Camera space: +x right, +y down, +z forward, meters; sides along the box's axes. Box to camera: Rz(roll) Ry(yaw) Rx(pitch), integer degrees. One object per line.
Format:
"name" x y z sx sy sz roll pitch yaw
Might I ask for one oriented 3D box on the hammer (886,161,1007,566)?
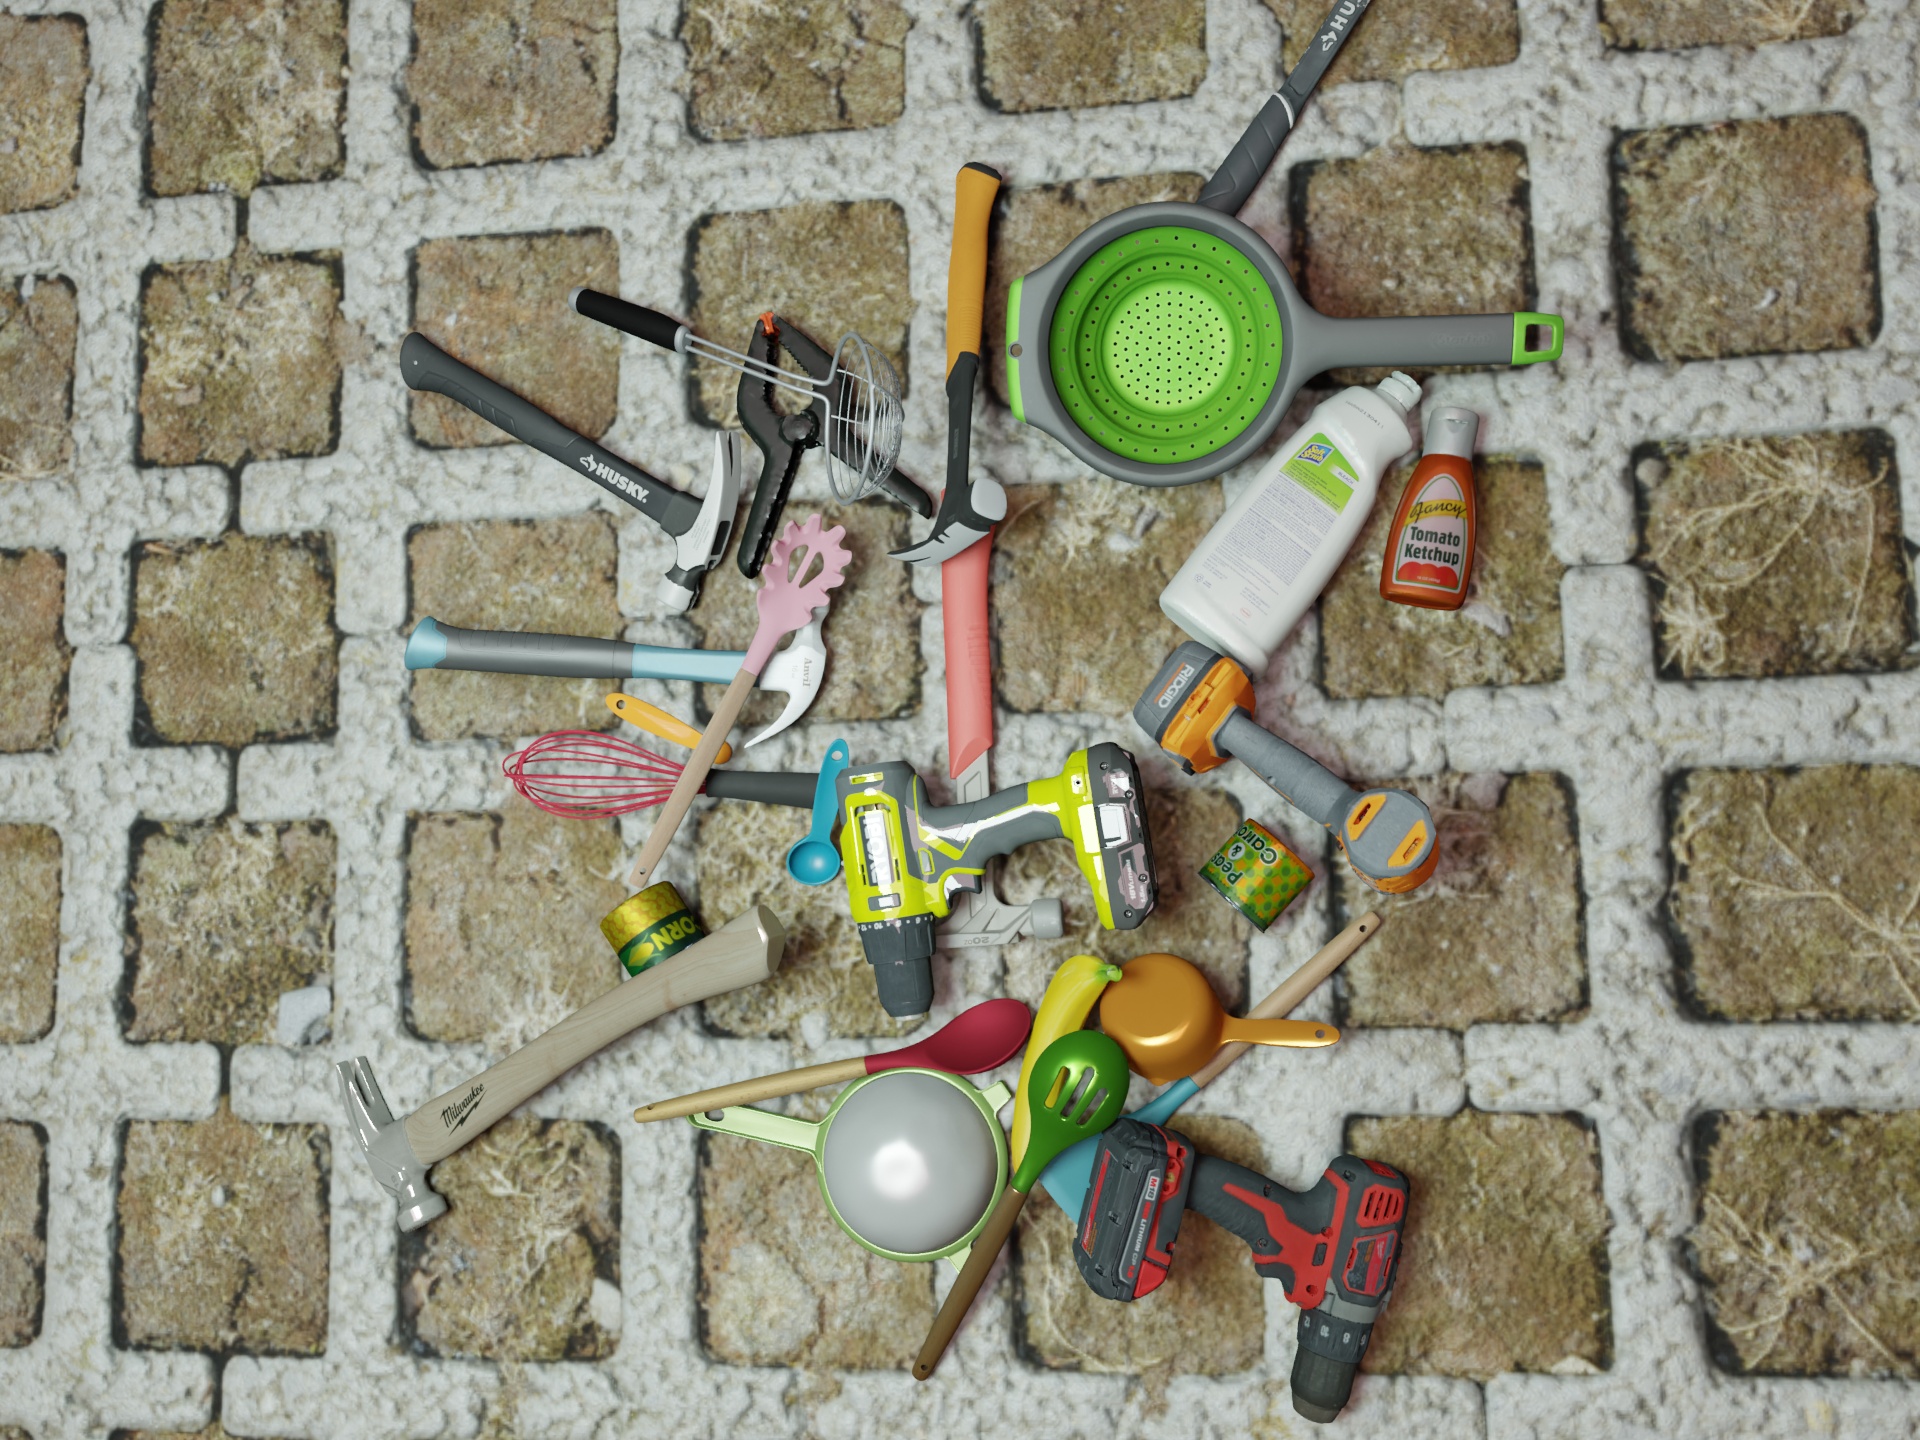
"hammer" -0.001 -0.286 1.239 0.034 0.127 0.337 15 67 -28

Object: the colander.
"colander" 0.236 -0.281 1.190 0.397 0.094 0.204 1 102 10

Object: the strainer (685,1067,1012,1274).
"strainer" -0.093 0.326 1.205 0.256 0.069 0.151 11 86 8

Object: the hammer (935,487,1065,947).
"hammer" -0.002 -0.004 1.244 0.149 0.036 0.359 -4 84 8

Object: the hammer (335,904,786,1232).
"hammer" -0.308 0.242 1.218 0.410 0.038 0.146 -32 80 18

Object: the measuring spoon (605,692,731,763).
"measuring spoon" -0.239 0.005 1.290 0.117 0.011 0.021 25 88 10

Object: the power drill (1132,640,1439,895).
"power drill" 0.245 0.045 1.154 0.227 0.164 0.084 37 90 23

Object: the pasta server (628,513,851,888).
"pasta server" -0.175 -0.013 1.219 0.060 0.040 0.316 28 87 -9

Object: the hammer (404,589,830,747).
"hammer" -0.272 -0.050 1.262 0.331 0.033 0.128 4 93 -1

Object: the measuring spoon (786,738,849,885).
"measuring spoon" -0.106 0.069 1.238 0.042 0.021 0.128 10 112 -11

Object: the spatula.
"spatula" 0.195 0.254 1.183 0.317 0.044 0.082 -43 84 1

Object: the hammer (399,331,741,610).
"hammer" -0.327 -0.233 1.306 0.335 0.035 0.146 31 107 14

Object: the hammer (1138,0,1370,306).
"hammer" 0.262 -0.502 1.258 0.149 0.036 0.409 34 90 12

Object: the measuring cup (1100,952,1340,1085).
"measuring cup" 0.185 0.215 1.154 0.174 0.052 0.095 -1 58 25

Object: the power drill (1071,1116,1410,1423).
"power drill" 0.199 0.389 1.134 0.226 0.080 0.188 15 88 -8

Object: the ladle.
"ladle" -0.097 0.269 1.214 0.315 0.069 0.031 -13 122 3

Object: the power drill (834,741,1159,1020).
"power drill" 0.026 0.114 1.173 0.228 0.080 0.190 -10 85 10

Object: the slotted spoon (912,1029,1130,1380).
"slotted spoon" 0.035 0.363 1.163 0.070 0.031 0.313 27 106 3

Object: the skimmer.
"skimmer" -0.189 -0.275 1.238 0.363 0.090 0.127 25 122 24

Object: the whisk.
"whisk" -0.218 0.048 1.262 0.296 0.073 0.073 4 85 4
